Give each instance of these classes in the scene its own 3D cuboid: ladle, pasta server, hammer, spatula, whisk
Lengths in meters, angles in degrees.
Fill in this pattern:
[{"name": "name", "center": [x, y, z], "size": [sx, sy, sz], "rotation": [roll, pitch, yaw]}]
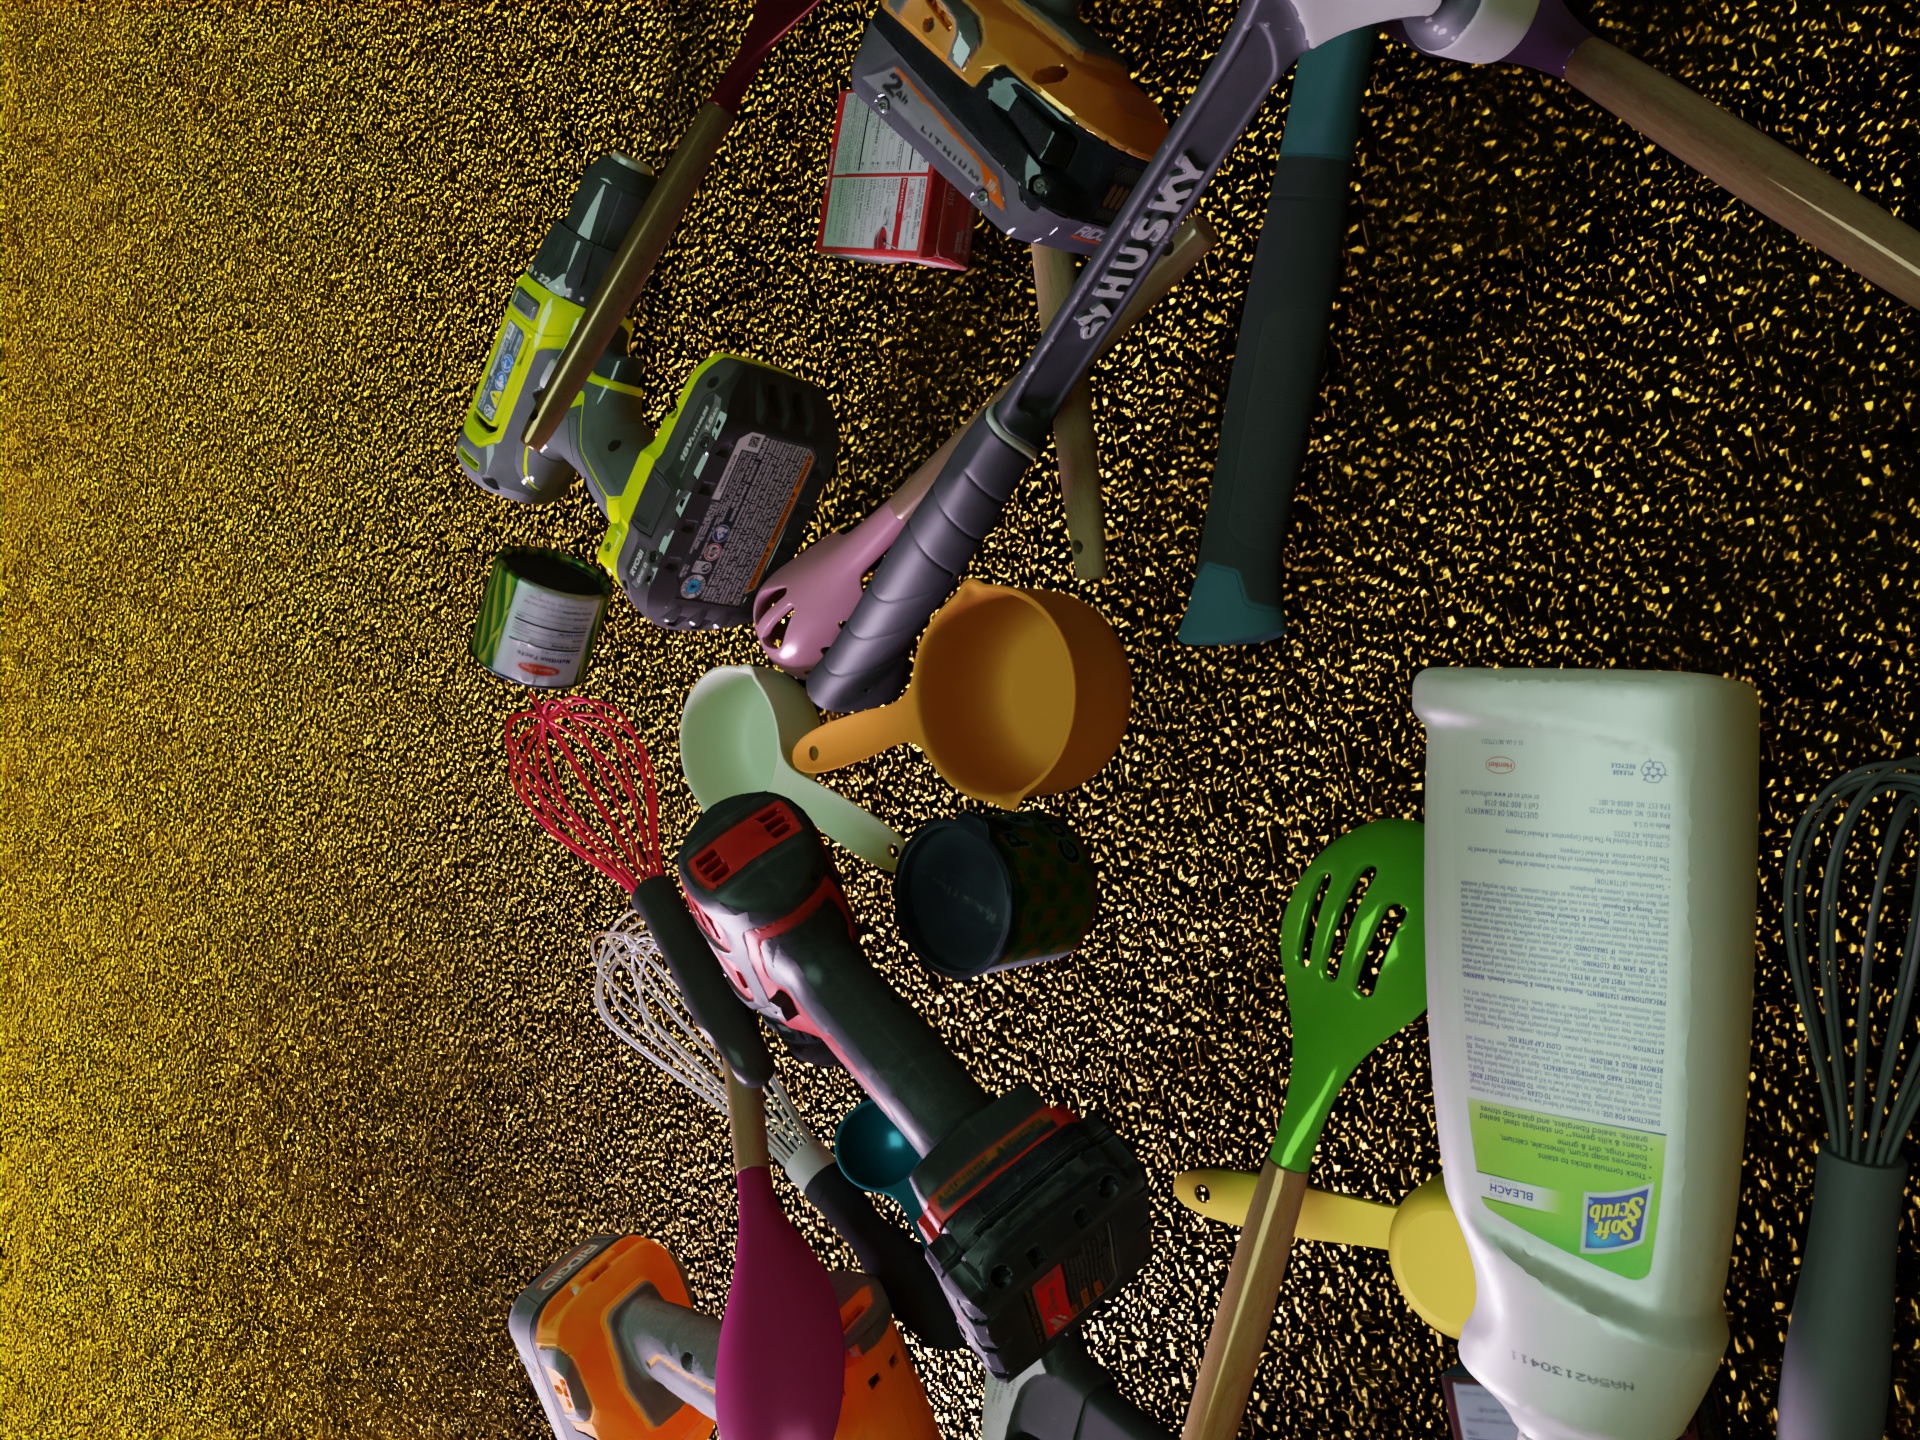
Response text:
[{"name": "ladle", "center": [0.043, -0.218, 0.652], "size": [0.078, 0.062, 0.320], "rotation": [-2, 97, 47]}, {"name": "pasta server", "center": [-0.003, -0.104, 0.675], "size": [0.316, 0.040, 0.060], "rotation": [-37, 69, 41]}, {"name": "hammer", "center": [0.124, -0.184, 0.563], "size": [0.128, 0.033, 0.331], "rotation": [23, 110, 46]}, {"name": "ladle", "center": [-0.126, -0.266, 0.751], "size": [0.069, 0.031, 0.315], "rotation": [35, 96, 39]}, {"name": "hammer", "center": [0.137, 0.328, 0.582], "size": [0.335, 0.035, 0.146], "rotation": [23, 106, 39]}, {"name": "spatula", "center": [0.216, -0.198, 0.501], "size": [0.316, 0.018, 0.059], "rotation": [52, 126, 29]}, {"name": "whisk", "center": [0.258, 0.127, 0.457], "size": [0.055, 0.055, 0.239], "rotation": [9, 101, 42]}, {"name": "whisk", "center": [-0.160, 0.075, 0.797], "size": [0.296, 0.073, 0.073], "rotation": [48, 122, 41]}, {"name": "whisk", "center": [-0.093, 0.196, 0.776], "size": [0.285, 0.070, 0.070], "rotation": [42, 118, 28]}, {"name": "hammer", "center": [0.023, -0.117, 0.582], "size": [0.408, 0.149, 0.036], "rotation": [-52, 47, 49]}]

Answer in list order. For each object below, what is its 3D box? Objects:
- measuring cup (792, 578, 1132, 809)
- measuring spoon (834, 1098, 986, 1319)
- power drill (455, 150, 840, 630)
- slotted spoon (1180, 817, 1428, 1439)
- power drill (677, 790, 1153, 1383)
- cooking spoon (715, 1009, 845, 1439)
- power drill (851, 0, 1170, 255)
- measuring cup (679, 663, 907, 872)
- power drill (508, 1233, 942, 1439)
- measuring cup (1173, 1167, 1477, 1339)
[{"name": "measuring cup", "center": [-0.001, -0.002, 0.685], "size": [0.173, 0.052, 0.095], "rotation": [-18, 80, 43]}, {"name": "measuring spoon", "center": [-0.011, 0.230, 0.725], "size": [0.042, 0.021, 0.129], "rotation": [-35, 71, -9]}, {"name": "power drill", "center": [-0.164, -0.169, 0.812], "size": [0.229, 0.080, 0.190], "rotation": [42, 113, 36]}, {"name": "slotted spoon", "center": [0.113, 0.185, 0.574], "size": [0.070, 0.031, 0.314], "rotation": [22, 99, 47]}, {"name": "power drill", "center": [-0.025, 0.149, 0.649], "size": [0.227, 0.080, 0.187], "rotation": [45, 161, 31]}, {"name": "cooking spoon", "center": [-0.098, 0.183, 0.728], "size": [0.069, 0.017, 0.319], "rotation": [-29, 49, 19]}, {"name": "power drill", "center": [0.079, -0.266, 0.525], "size": [0.185, 0.084, 0.226], "rotation": [49, 122, 23]}, {"name": "measuring cup", "center": [-0.069, 0.029, 0.759], "size": [0.168, 0.038, 0.083], "rotation": [30, 111, 36]}, {"name": "power drill", "center": [-0.102, 0.335, 0.761], "size": [0.226, 0.084, 0.164], "rotation": [-6, 109, 39]}, {"name": "measuring cup", "center": [0.137, 0.185, 0.577], "size": [0.156, 0.029, 0.062], "rotation": [-2, 90, 41]}]
